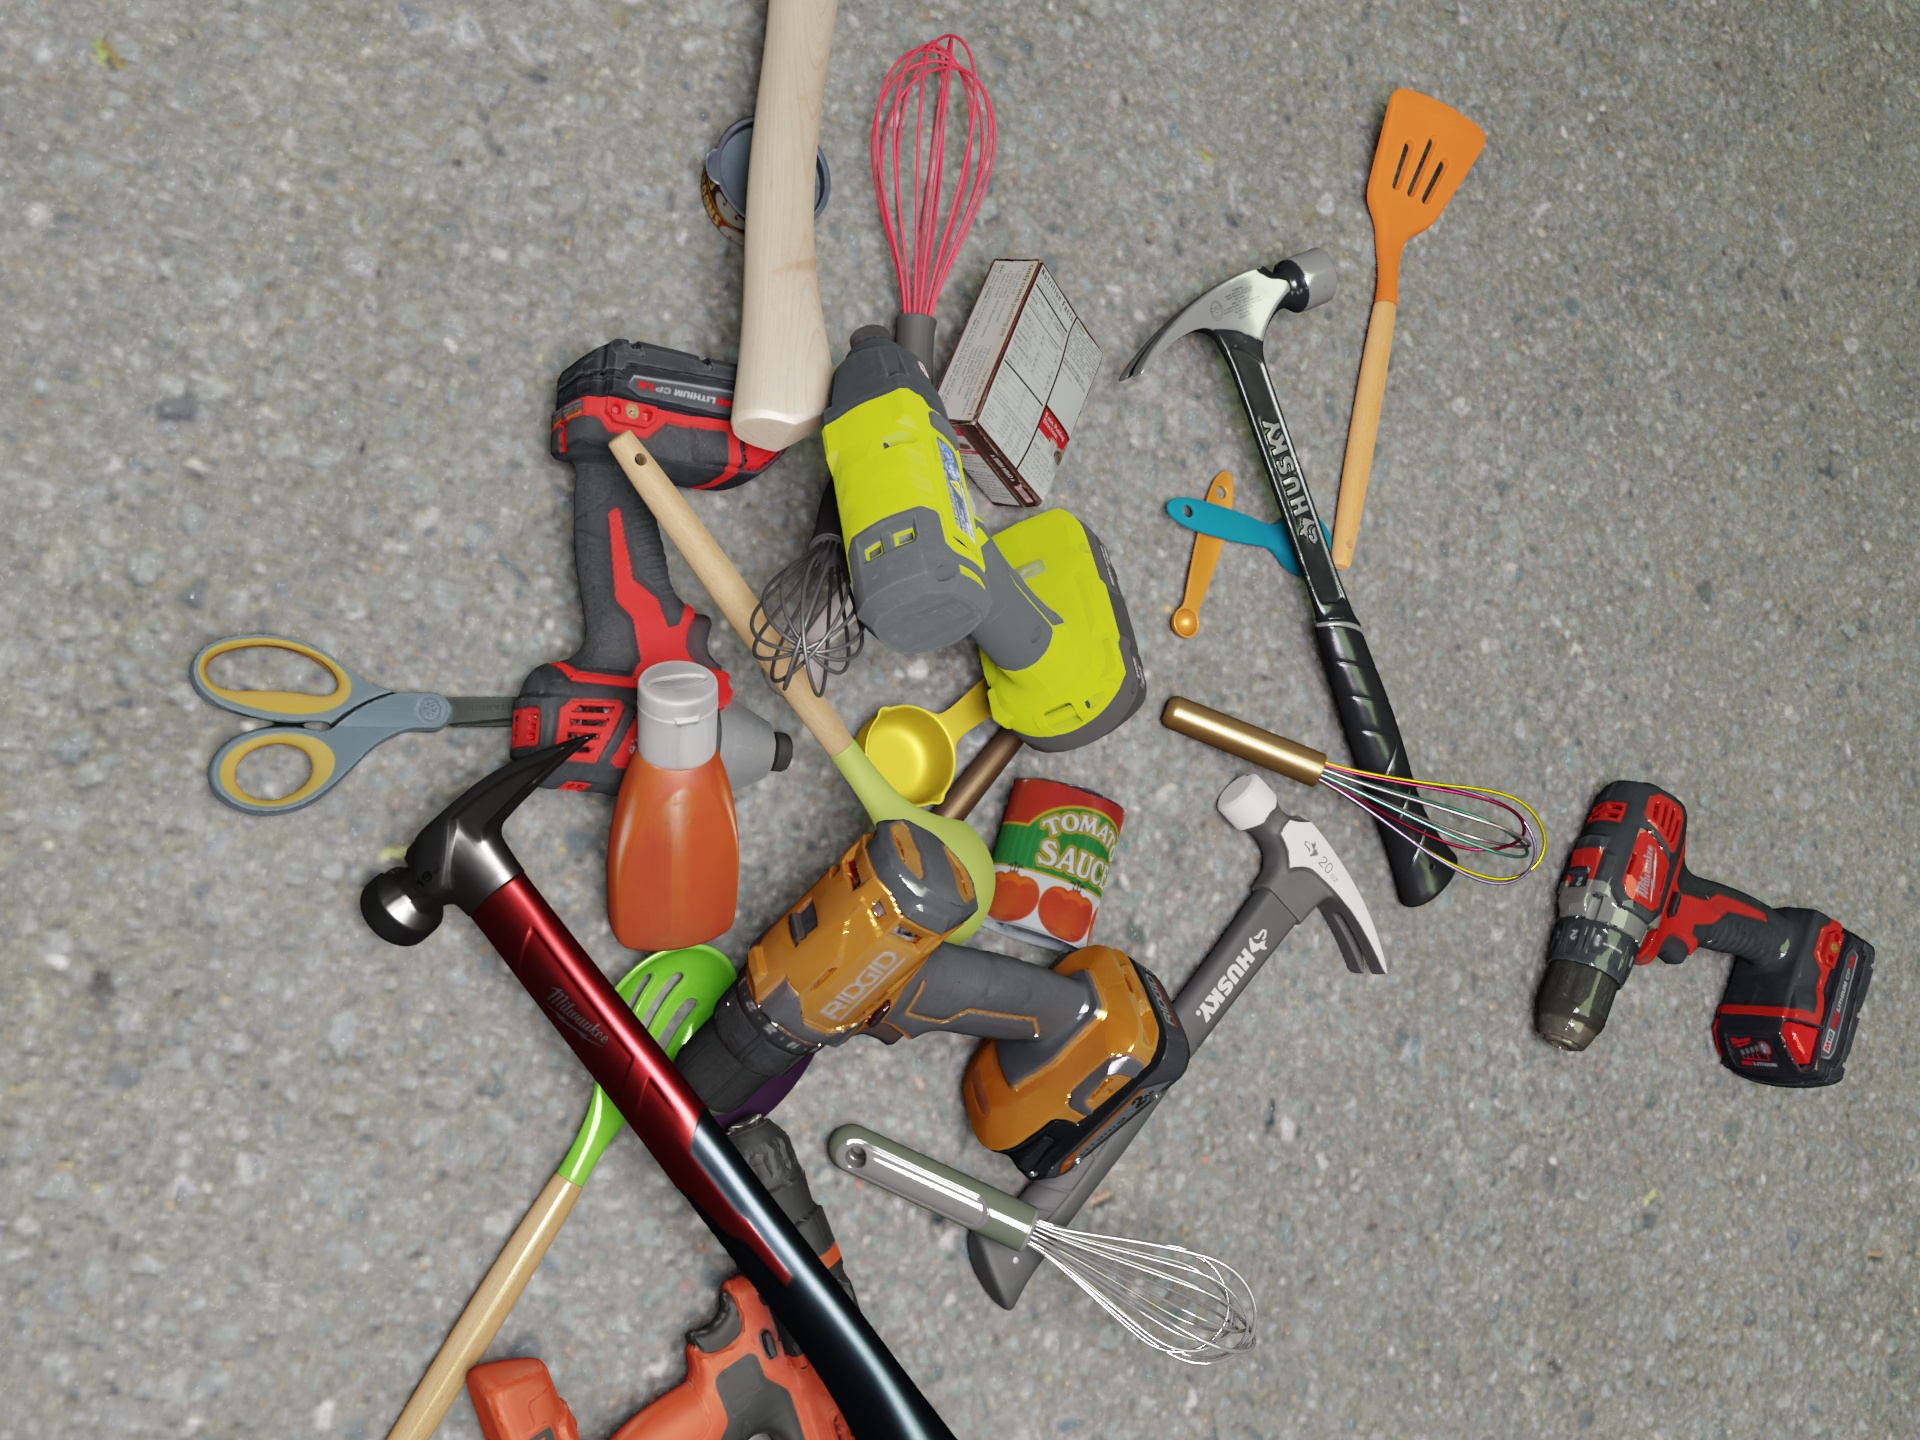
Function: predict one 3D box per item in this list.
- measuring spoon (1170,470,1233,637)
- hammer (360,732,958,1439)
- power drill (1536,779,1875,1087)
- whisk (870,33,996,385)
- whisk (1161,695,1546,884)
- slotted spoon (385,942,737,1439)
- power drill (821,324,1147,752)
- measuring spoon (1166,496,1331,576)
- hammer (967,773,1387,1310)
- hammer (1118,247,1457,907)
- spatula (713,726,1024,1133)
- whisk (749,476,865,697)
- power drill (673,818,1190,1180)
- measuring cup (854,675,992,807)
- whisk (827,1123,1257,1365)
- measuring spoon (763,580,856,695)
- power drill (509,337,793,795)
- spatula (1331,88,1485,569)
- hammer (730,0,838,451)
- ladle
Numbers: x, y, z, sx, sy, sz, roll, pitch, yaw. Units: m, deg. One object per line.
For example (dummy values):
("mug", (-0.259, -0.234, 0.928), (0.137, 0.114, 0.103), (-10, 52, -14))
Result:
("measuring spoon", (0.150, -0.104, 0.989), (0.021, 0.011, 0.117), (27, 70, -26))
("hammer", (-0.114, 0.190, 0.735), (0.143, 0.038, 0.386), (-39, 88, 19))
("power drill", (0.493, 0.169, 1.075), (0.226, 0.080, 0.188), (31, 72, -15))
("whisk", (-0.023, -0.246, 0.900), (0.073, 0.073, 0.296), (6, 86, -24))
("whisk", (0.238, 0.035, 0.961), (0.245, 0.047, 0.051), (22, 35, 0))
("slotted spoon", (-0.207, 0.246, 0.775), (0.070, 0.031, 0.314), (42, 71, -33))
("power drill", (0.009, -0.087, 0.809), (0.223, 0.080, 0.171), (38, 35, -55))
("measuring spoon", (0.185, -0.121, 0.991), (0.128, 0.021, 0.042), (10, 78, -29))
("hammer", (0.121, 0.198, 0.925), (0.146, 0.035, 0.335), (47, 68, -12))
("hammer", (0.224, -0.074, 0.984), (0.149, 0.036, 0.409), (-24, 100, -17))
("spatula", (-0.041, 0.097, 0.872), (0.316, 0.018, 0.059), (-51, 125, -21))
("whisk", (-0.064, -0.081, 0.797), (0.055, 0.239, 0.055), (2, 120, 3))
("power drill", (-0.017, 0.160, 0.806), (0.226, 0.084, 0.185), (32, 113, -35))
("measuring cup", (-0.001, -0.003, 0.904), (0.156, 0.029, 0.062), (-38, 99, -35))
("whisk", (0.043, 0.272, 0.837), (0.246, 0.059, 0.058), (24, 99, 3))
("measuring spoon", (-0.063, -0.063, 0.881), (0.034, 0.018, 0.124), (43, 68, -14))
("power drill", (-0.146, -0.069, 0.811), (0.143, 0.078, 0.220), (7, 84, -31))
("spatula", (0.282, -0.255, 1.048), (0.081, 0.041, 0.323), (17, 78, -22))
("hammer", (-0.099, -0.330, 0.840), (0.146, 0.038, 0.411), (11, 66, -21))
("ladle", (-0.080, -0.008, 0.800), (0.078, 0.062, 0.320), (-43, 111, -22))
